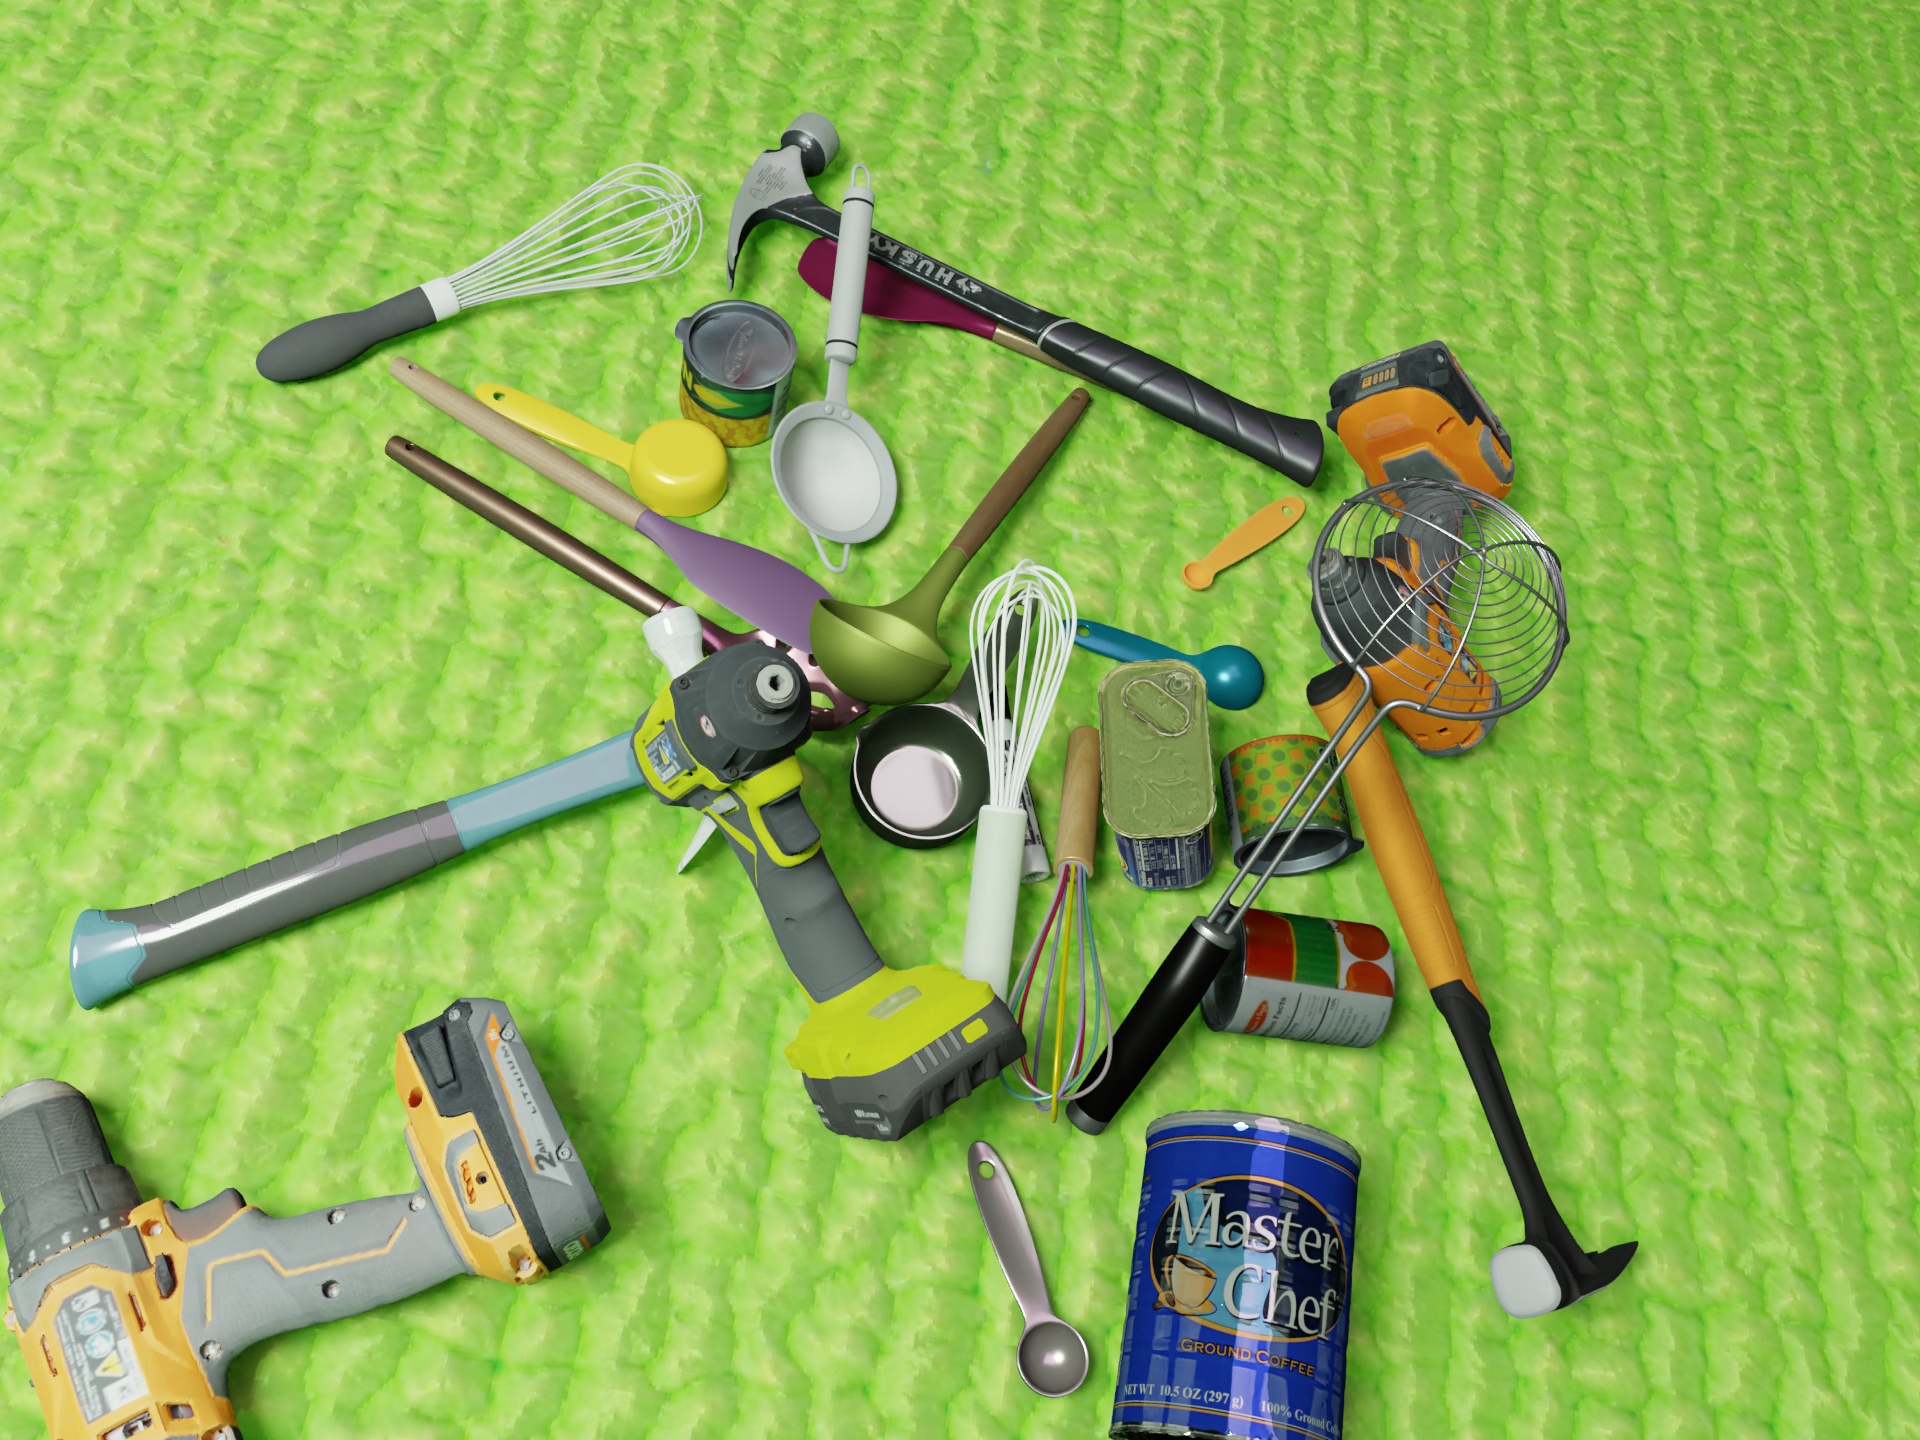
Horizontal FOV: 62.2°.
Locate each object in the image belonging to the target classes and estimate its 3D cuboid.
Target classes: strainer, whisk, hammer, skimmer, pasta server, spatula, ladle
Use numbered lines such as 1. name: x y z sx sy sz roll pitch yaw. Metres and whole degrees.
1. strainer: -0.071 -0.208 0.939 0.086 0.050 0.258 13 78 -36
2. whisk: -0.279 -0.262 0.945 0.284 0.070 0.070 -29 72 -20
3. hammer: 0.253 0.126 0.822 0.127 0.034 0.337 11 57 -51
4. skimmer: 0.160 0.048 0.782 0.127 0.090 0.363 33 104 5
5. pasta server: -0.185 -0.080 0.878 0.316 0.040 0.060 31 45 6
6. whisk: 0.055 0.097 0.819 0.051 0.047 0.245 -18 39 26
7. hammer: 0.042 -0.249 1.001 0.409 0.036 0.149 27 57 4
8. whisk: 0.023 0.039 0.817 0.058 0.059 0.246 5 86 22
9. hammer: -0.261 0.056 0.778 0.331 0.033 0.128 -22 85 -19
10. spatula: -0.196 -0.126 0.893 0.316 0.018 0.060 31 41 12
11. ladle: 0.012 -0.117 0.909 0.078 0.062 0.320 28 49 8

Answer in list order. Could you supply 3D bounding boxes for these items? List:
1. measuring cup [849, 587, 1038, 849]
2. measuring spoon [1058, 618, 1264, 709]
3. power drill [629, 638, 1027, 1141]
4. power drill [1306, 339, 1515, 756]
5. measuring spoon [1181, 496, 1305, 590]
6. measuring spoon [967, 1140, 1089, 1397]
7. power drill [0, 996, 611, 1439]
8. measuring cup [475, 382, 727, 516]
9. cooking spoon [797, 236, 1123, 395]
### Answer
1. measuring cup: -0.001 -0.003 0.872 0.083 0.038 0.168 31 65 0
2. measuring spoon: 0.121 -0.041 0.937 0.128 0.021 0.042 17 60 -6
3. power drill: -0.067 0.073 0.725 0.080 0.171 0.223 -29 91 -24
4. power drill: 0.261 -0.112 0.940 0.164 0.084 0.227 39 52 -36
5. measuring spoon: 0.178 -0.111 0.998 0.117 0.011 0.021 -35 75 -30
6. measuring spoon: 0.027 0.262 0.762 0.034 0.018 0.124 -11 59 -18
7. power drill: -0.289 0.202 0.683 0.226 0.084 0.185 -25 69 -19
8. measuring cup: -0.209 -0.168 0.923 0.156 0.029 0.062 23 60 -3
9. cooking spoon: 0.047 -0.243 1.030 0.319 0.017 0.069 21 56 -1
